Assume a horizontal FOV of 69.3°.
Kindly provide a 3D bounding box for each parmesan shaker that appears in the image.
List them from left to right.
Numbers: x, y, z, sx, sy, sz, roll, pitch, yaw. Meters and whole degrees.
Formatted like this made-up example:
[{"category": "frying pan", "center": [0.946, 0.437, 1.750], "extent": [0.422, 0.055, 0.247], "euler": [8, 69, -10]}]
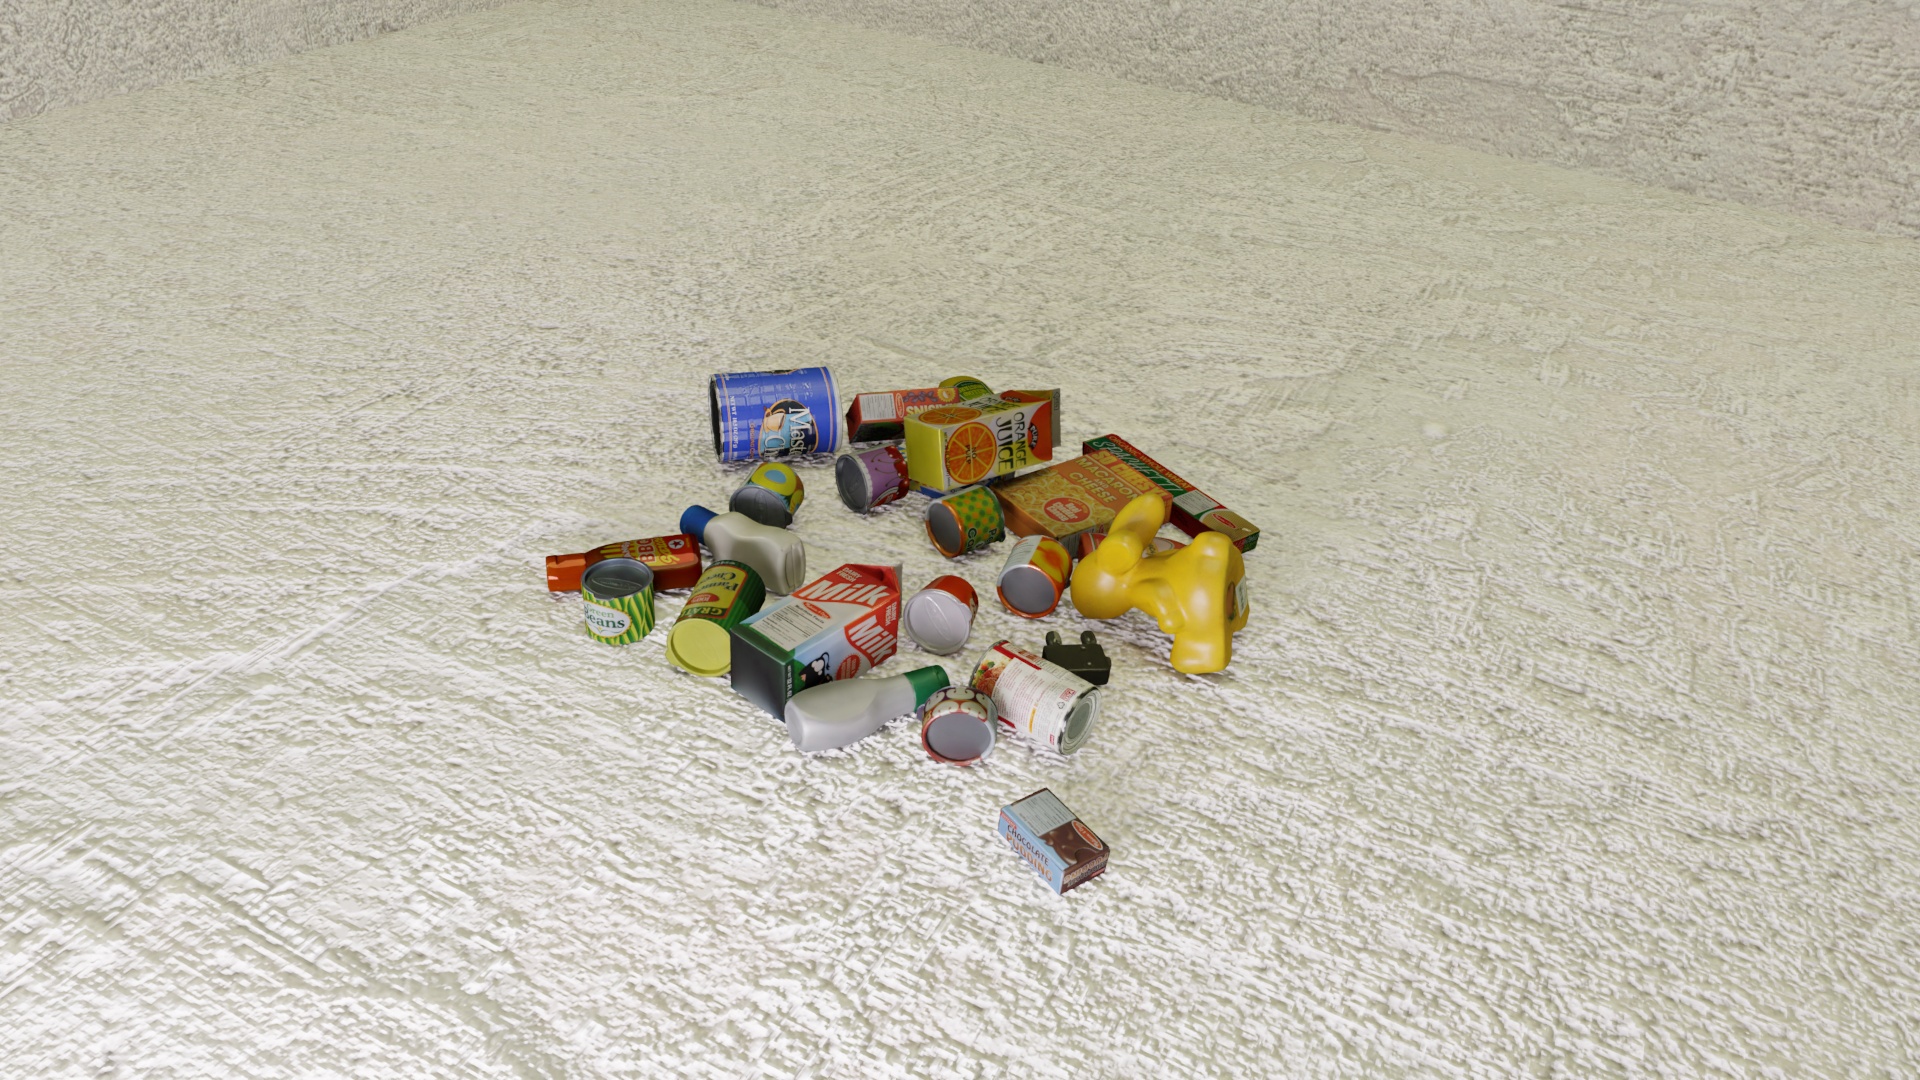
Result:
[{"category": "parmesan shaker", "center": [-0.230, 0.072, 1.304], "extent": [0.071, 0.071, 0.103], "euler": [8, 33, 5]}]

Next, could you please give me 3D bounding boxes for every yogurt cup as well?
[{"category": "yogurt cup", "center": [-0.016, 0.068, 1.340], "extent": [0.072, 0.072, 0.054], "euler": [13, 26, 13]}]

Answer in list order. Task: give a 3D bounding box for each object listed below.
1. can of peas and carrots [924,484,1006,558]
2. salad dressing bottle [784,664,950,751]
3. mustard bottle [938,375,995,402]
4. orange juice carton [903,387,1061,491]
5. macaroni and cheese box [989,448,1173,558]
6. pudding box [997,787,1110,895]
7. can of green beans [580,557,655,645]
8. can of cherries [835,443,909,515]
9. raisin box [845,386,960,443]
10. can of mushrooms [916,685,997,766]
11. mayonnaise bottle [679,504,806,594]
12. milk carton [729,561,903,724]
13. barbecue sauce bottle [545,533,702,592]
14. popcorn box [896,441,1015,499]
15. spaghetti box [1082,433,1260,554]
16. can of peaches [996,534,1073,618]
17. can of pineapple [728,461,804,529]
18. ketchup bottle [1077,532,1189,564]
[{"category": "can of peas and carrots", "center": [0.005, -0.018, 1.474], "extent": [0.059, 0.070, 0.071], "euler": [-21, 41, -33]}, {"category": "salad dressing bottle", "center": [-0.080, 0.145, 1.232], "extent": [0.148, 0.043, 0.064], "euler": [-13, 35, -27]}, {"category": "mustard bottle", "center": [0.030, -0.149, 1.690], "extent": [0.065, 0.048, 0.161], "euler": [-15, 38, -26]}, {"category": "orange juice carton", "center": [0.037, -0.116, 1.536], "extent": [0.193, 0.071, 0.073], "euler": [-18, 24, -32]}, {"category": "macaroni and cheese box", "center": [0.133, -0.040, 1.546], "extent": [0.167, 0.040, 0.124], "euler": [-19, 40, -31]}, {"category": "pudding box", "center": [0.074, 0.240, 1.116], "extent": [0.050, 0.030, 0.084], "euler": [-18, 39, -32]}, {"category": "can of green beans", "center": [-0.325, 0.058, 1.319], "extent": [0.071, 0.057, 0.071], "euler": [4, 33, -2]}, {"category": "can of cherries", "center": [-0.097, -0.068, 1.538], "extent": [0.058, 0.071, 0.071], "euler": [-18, 39, -33]}, {"category": "raisin box", "center": [-0.068, -0.149, 1.646], "extent": [0.123, 0.086, 0.040], "euler": [-5, 78, -15]}, {"category": "can of mushrooms", "center": [-0.003, 0.160, 1.197], "extent": [0.071, 0.070, 0.034], "euler": [4, 34, -1]}, {"category": "mayonnaise bottle", "center": [-0.223, 0.003, 1.416], "extent": [0.148, 0.064, 0.041], "euler": [23, 39, 31]}, {"category": "milk carton", "center": [-0.119, 0.085, 1.293], "extent": [0.073, 0.072, 0.191], "euler": [28, 40, 31]}, {"category": "barbecue sauce bottle", "center": [-0.334, 0.026, 1.380], "extent": [0.149, 0.043, 0.065], "euler": [-6, 35, -15]}, {"category": "popcorn box", "center": [-0.011, -0.081, 1.590], "extent": [0.127, 0.038, 0.085], "euler": [20, 36, 22]}, {"category": "spaghetti box", "center": [0.236, -0.054, 1.591], "extent": [0.050, 0.028, 0.251], "euler": [-18, 40, -31]}, {"category": "can of peaches", "center": [0.076, 0.038, 1.396], "extent": [0.071, 0.071, 0.058], "euler": [13, 33, 13]}, {"category": "can of pineapple", "center": [-0.204, -0.042, 1.482], "extent": [0.071, 0.070, 0.058], "euler": [11, 33, 9]}, {"category": "ketchup bottle", "center": [0.200, 0.022, 1.457], "extent": [0.149, 0.043, 0.065], "euler": [2, 37, -6]}]
